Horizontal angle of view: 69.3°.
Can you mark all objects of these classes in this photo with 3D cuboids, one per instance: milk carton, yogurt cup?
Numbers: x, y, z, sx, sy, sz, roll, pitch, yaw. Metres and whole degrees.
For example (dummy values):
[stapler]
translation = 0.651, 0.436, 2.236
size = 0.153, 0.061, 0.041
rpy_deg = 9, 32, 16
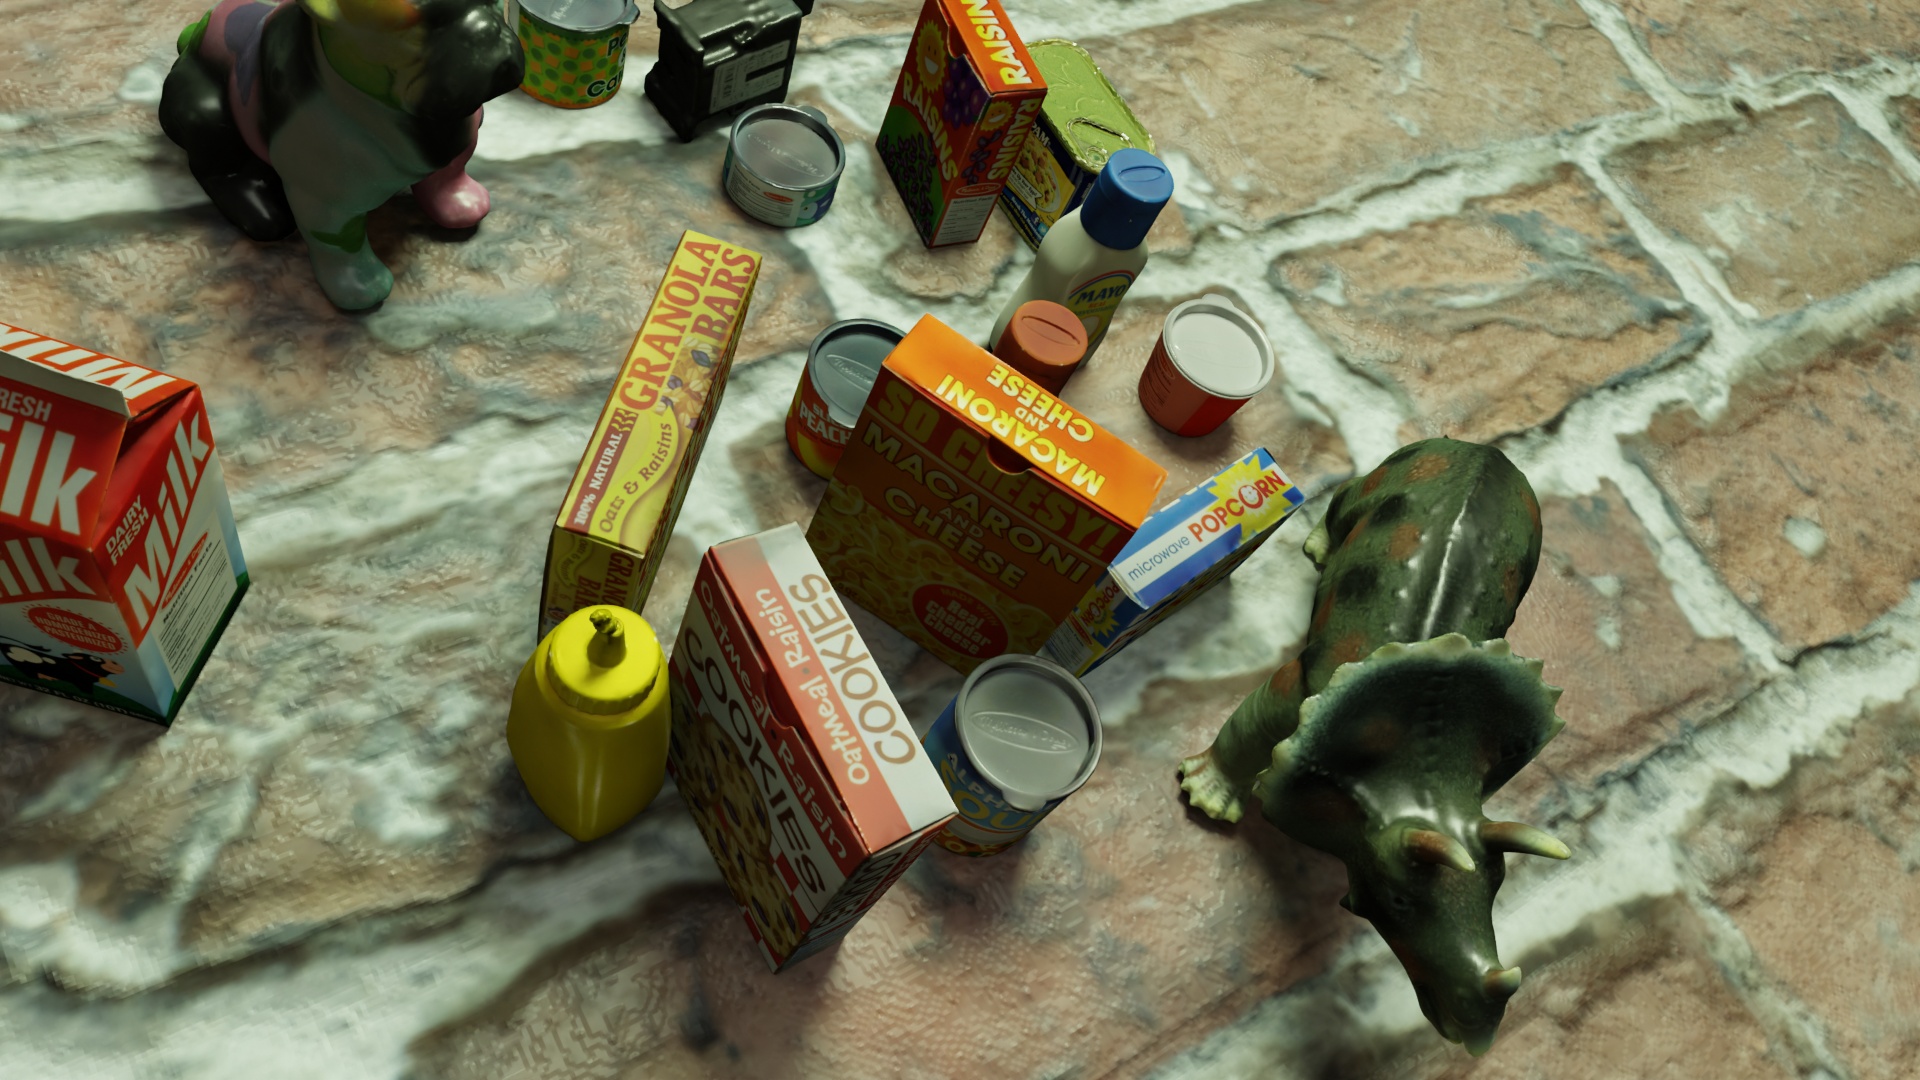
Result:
[milk carton]
translation = -0.315, -0.010, 0.493
size = 0.072, 0.189, 0.074
rpy_deg = 19, 56, -9
[yogurt cup]
translation = 0.137, -0.096, 0.797
size = 0.072, 0.053, 0.073
rpy_deg = 9, 58, -15

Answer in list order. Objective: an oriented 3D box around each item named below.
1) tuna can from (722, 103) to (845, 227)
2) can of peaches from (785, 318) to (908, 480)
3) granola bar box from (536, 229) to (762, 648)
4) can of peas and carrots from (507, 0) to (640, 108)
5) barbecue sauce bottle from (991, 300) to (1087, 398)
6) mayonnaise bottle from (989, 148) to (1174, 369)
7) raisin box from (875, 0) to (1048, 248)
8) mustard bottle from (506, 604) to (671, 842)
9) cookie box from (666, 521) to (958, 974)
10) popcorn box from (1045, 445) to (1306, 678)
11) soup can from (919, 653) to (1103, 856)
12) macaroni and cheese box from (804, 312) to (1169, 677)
[tuna can]
translation = -0.100, -0.216, 0.793
size = 0.071, 0.032, 0.071
rpy_deg = 9, 58, -15
[can of peaches]
translation = -0.053, -0.068, 0.706
size = 0.071, 0.057, 0.071
rpy_deg = 9, 58, -15
[granola bar box]
translation = -0.139, -0.037, 0.615
size = 0.039, 0.123, 0.166
rpy_deg = 19, 56, -9
[can of peas and carrots]
translation = -0.217, -0.285, 0.776
size = 0.071, 0.058, 0.071
rpy_deg = 9, 58, -15
[barbecue sauce bottle]
translation = 0.018, -0.057, 0.670
size = 0.065, 0.147, 0.044
rpy_deg = 24, 55, -6
[mayonnaise bottle]
translation = 0.067, -0.144, 0.742
size = 0.065, 0.147, 0.041
rpy_deg = -15, 67, -27
[raisin box]
translation = -0.003, -0.240, 0.789
size = 0.040, 0.122, 0.086
rpy_deg = -12, 66, -26
[mustard bottle]
translation = -0.139, 0.064, 0.532
size = 0.049, 0.159, 0.065
rpy_deg = -33, 76, -33
[cookie box]
translation = -0.070, 0.087, 0.539
size = 0.040, 0.166, 0.123
rpy_deg = -21, 70, -29
[popcorn box]
translation = 0.105, 0.011, 0.701
size = 0.127, 0.084, 0.038
rpy_deg = -30, 74, -32
[soup can]
translation = 0.016, 0.099, 0.615
size = 0.071, 0.083, 0.071
rpy_deg = 9, 58, -15
[macaroni and cheese box]
translation = 0.002, -0.008, 0.624
size = 0.124, 0.165, 0.040
rpy_deg = 33, 55, 1
